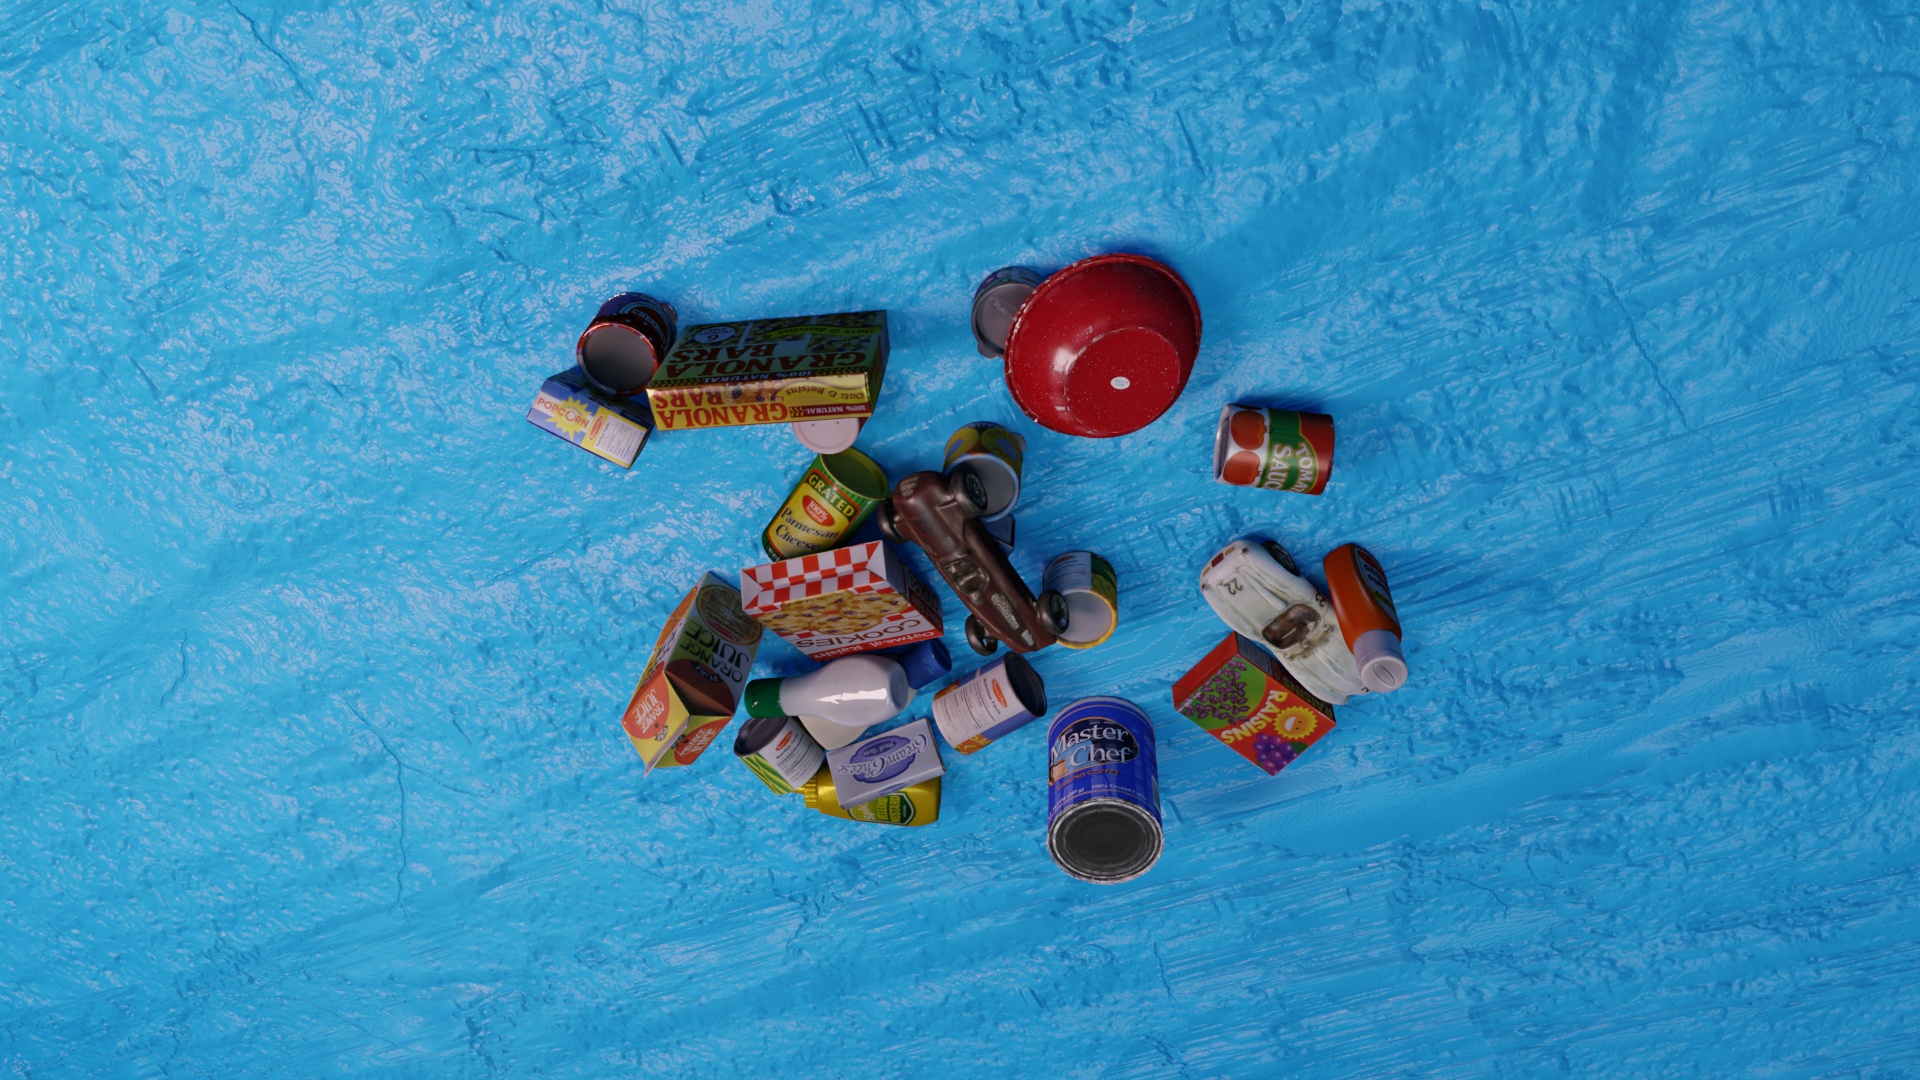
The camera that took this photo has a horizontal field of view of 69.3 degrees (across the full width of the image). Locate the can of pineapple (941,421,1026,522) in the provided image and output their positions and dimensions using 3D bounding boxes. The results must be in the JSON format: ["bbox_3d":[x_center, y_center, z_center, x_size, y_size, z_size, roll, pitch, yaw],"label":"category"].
[{"bbox_3d":[0.019,-0.057,1.143,0.071,0.058,0.070,2,122,3],"label":"can of pineapple"}]

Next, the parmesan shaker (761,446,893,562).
[{"bbox_3d":[-0.113,-0.021,1.168,0.071,0.072,0.102,31,119,-14],"label":"parmesan shaker"}]

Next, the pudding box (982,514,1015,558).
[{"bbox_3d":[0.004,-0.015,1.175,0.084,0.050,0.030,26,122,-13],"label":"pudding box"}]

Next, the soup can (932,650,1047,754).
[{"bbox_3d":[0.028,0.149,1.267,0.083,0.072,0.071,-31,115,22],"label":"soup can"}]

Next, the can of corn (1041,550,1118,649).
[{"bbox_3d":[0.105,0.054,1.205,0.071,0.058,0.070,2,122,3],"label":"can of corn"}]

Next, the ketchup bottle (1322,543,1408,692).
[{"bbox_3d":[0.335,0.066,1.143,0.043,0.149,0.064,-37,112,25],"label":"ketchup bottle"}]

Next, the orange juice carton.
[{"bbox_3d":[-0.228,0.119,1.189,0.073,0.194,0.071,35,119,-15],"label":"orange juice carton"}]

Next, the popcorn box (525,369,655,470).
[{"bbox_3d":[-0.288,-0.097,1.099,0.085,0.127,0.038,26,96,-12],"label":"popcorn box"}]

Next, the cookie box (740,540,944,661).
[{"bbox_3d":[-0.096,0.053,1.177,0.123,0.040,0.167,-12,158,12],"label":"cookie box"}]

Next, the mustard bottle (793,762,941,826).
[{"bbox_3d":[-0.099,0.242,1.340,0.160,0.049,0.065,1,125,3],"label":"mustard bottle"}]

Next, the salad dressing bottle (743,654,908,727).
[{"bbox_3d":[-0.122,0.137,1.246,0.147,0.044,0.064,-7,88,21],"label":"salad dressing bottle"}]

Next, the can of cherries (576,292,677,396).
[{"bbox_3d":[-0.263,-0.157,1.101,0.071,0.059,0.071,2,122,3],"label":"can of cherries"}]

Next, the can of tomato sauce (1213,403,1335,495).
[{"bbox_3d":[0.250,-0.072,1.110,0.083,0.071,0.070,7,122,0],"label":"can of tomato sauce"}]

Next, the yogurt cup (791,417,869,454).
[{"bbox_3d":[-0.106,-0.106,1.124,0.072,0.054,0.072,2,121,3],"label":"yogurt cup"}]

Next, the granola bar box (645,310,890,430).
[{"bbox_3d":[-0.143,-0.131,1.069,0.165,0.125,0.039,-3,120,6],"label":"granola bar box"}]

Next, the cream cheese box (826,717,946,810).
[{"bbox_3d":[-0.070,0.209,1.301,0.104,0.053,0.024,-20,153,-1],"label":"cream cheese box"}]

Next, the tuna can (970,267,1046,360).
[{"bbox_3d":[0.040,-0.175,1.083,0.071,0.033,0.070,2,122,3],"label":"tuna can"}]

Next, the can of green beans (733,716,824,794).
[{"bbox_3d":[-0.170,0.196,1.308,0.071,0.071,0.057,-29,116,20],"label":"can of green beans"}]

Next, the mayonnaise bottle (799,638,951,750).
[{"bbox_3d":[-0.078,0.137,1.280,0.148,0.041,0.064,-29,109,19],"label":"mayonnaise bottle"}]

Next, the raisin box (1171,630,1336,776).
[{"bbox_3d":[0.267,0.150,1.265,0.123,0.040,0.085,35,117,-15],"label":"raisin box"}]
